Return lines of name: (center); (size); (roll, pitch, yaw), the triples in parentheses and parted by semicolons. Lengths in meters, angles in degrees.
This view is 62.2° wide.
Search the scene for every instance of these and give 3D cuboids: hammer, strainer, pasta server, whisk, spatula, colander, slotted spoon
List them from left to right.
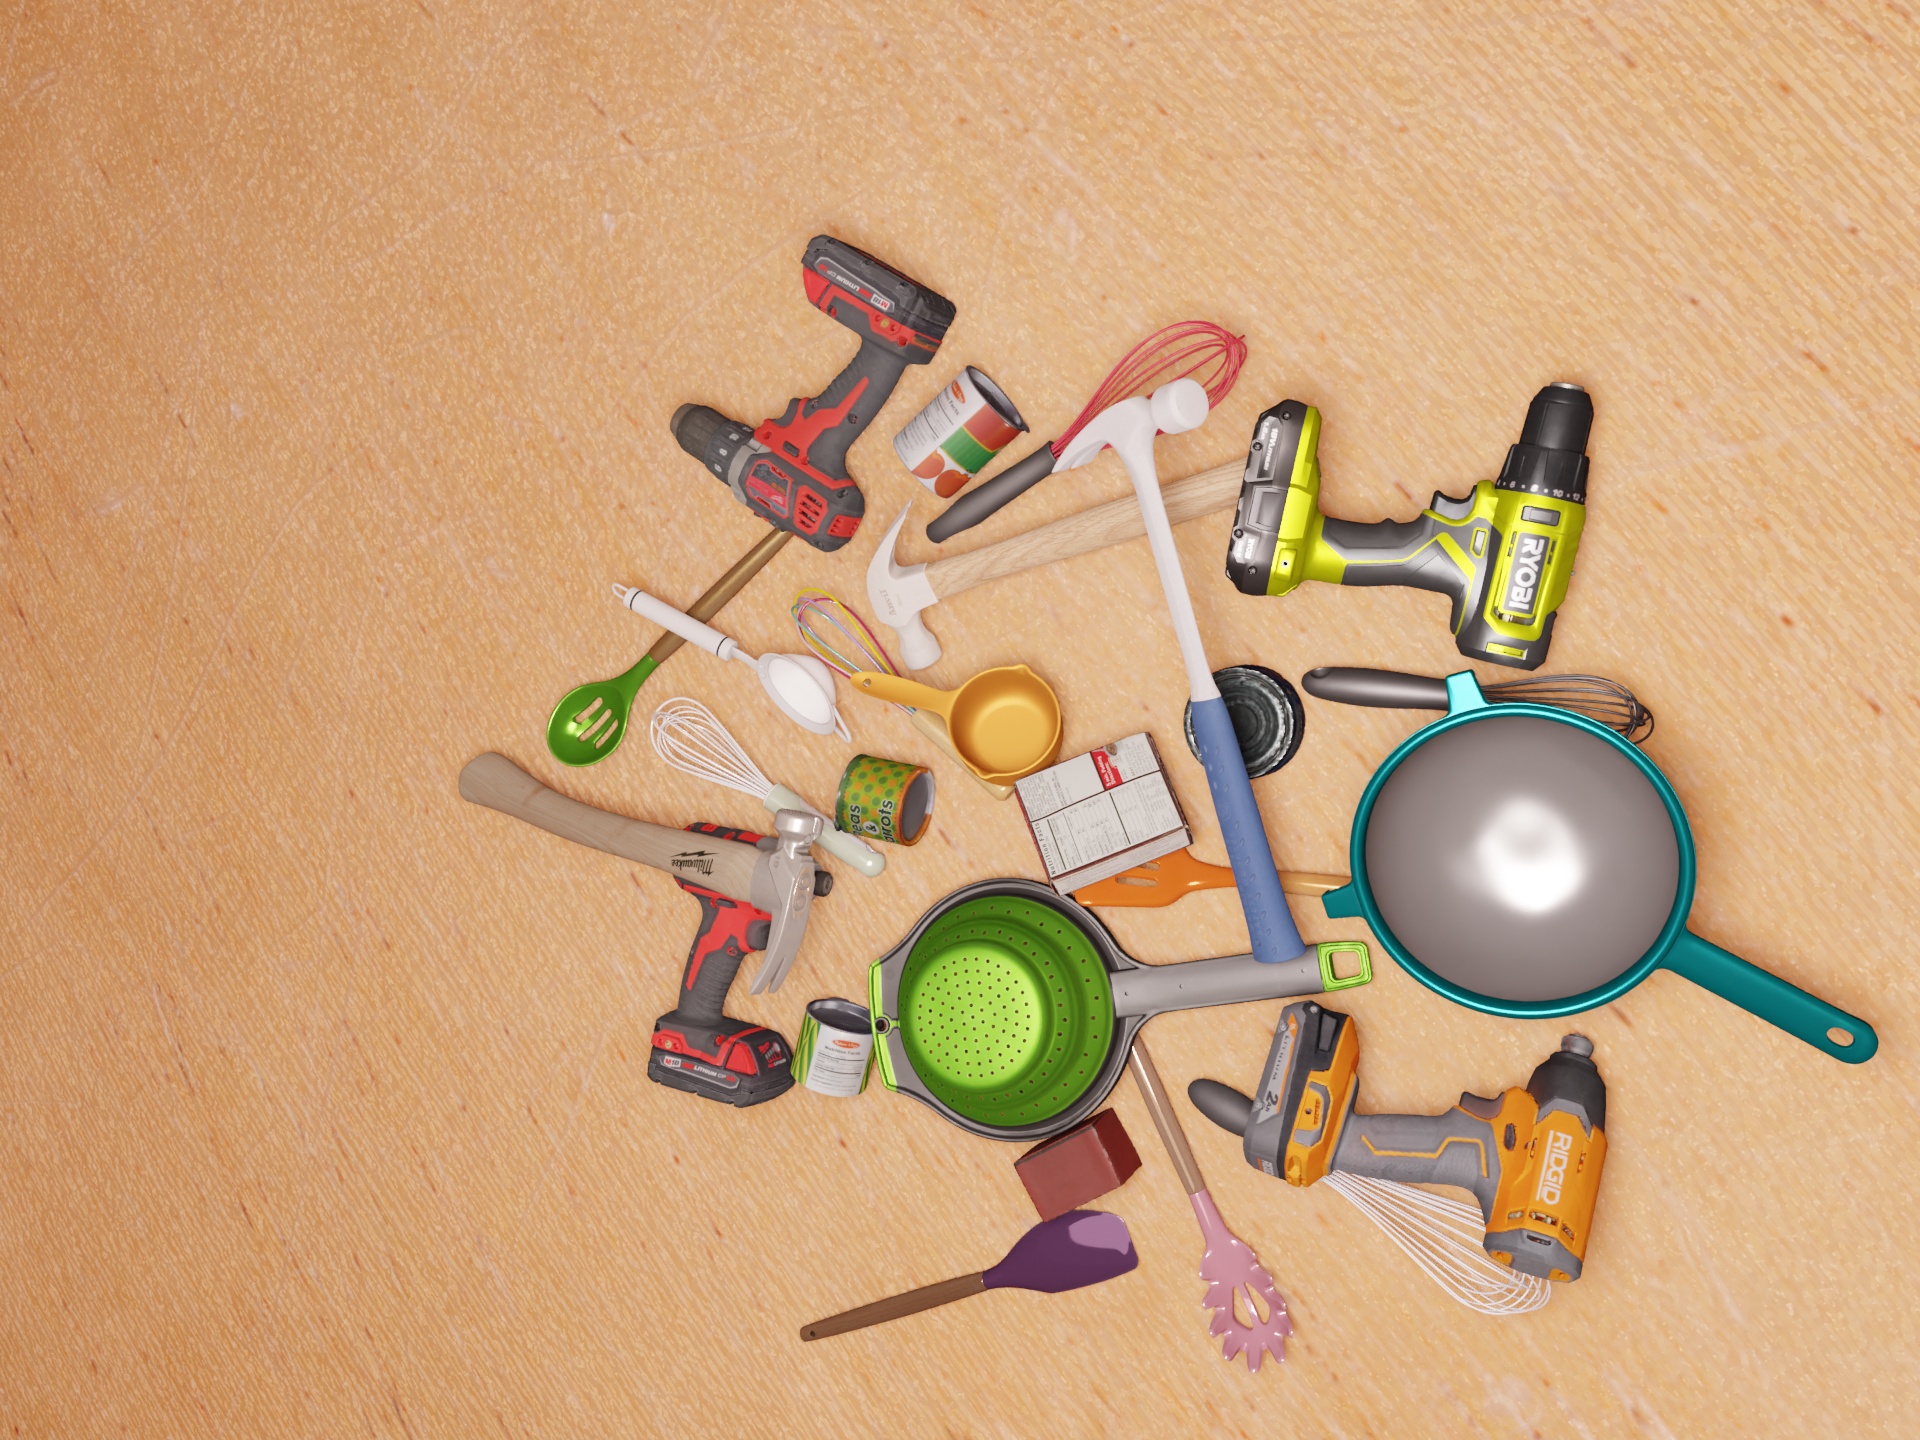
hammer: (-0.289, 0.107, 1.348); (0.411, 0.038, 0.146); (13, 92, 35)
slotted spoon: (-0.247, -0.070, 1.379); (0.313, 0.031, 0.070); (-41, 77, 18)
strainer: (-0.187, -0.058, 1.332); (0.258, 0.050, 0.086); (28, 148, 14)
whisk: (-0.164, 0.058, 1.339); (0.246, 0.057, 0.059); (33, 97, 14)
whisk: (-0.049, -0.023, 1.286); (0.245, 0.051, 0.047); (42, 102, 13)
spatula: (-0.001, 0.462, 1.301); (0.316, 0.018, 0.060); (-25, 82, 22)
hammer: (0.081, -0.141, 1.208); (0.331, 0.031, 0.130); (-17, 118, 18)
whisk: (0.088, -0.213, 1.208); (0.296, 0.073, 0.073); (-30, 81, 27)
colander: (0.101, 0.207, 1.182); (0.397, 0.094, 0.204); (-11, 81, 18)
pasta server: (0.168, 0.333, 1.209); (0.060, 0.040, 0.316); (-25, 81, 11)
hammer: (0.166, -0.026, 1.117); (0.144, 0.035, 0.405); (-8, 100, 57)
spatula: (0.245, 0.117, 1.162); (0.323, 0.041, 0.081); (4, 69, 22)
whisk: (0.288, 0.338, 1.149); (0.285, 0.070, 0.070); (27, 103, 26)
whisk: (0.354, -0.013, 1.106); (0.239, 0.055, 0.055); (8, 96, 28)
strainer: (0.427, 0.114, 1.044); (0.340, 0.095, 0.211); (29, 111, 13)

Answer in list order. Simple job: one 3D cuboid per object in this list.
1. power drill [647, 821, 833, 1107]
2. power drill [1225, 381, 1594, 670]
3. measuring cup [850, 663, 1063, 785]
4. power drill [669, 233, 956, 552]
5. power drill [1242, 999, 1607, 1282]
power drill: (-0.184, 0.203, 1.340); (0.143, 0.078, 0.219); (9, 93, 23)
power drill: (0.309, -0.149, 1.089); (0.228, 0.080, 0.190); (13, 99, 10)
measuring cup: (-0.002, -0.004, 1.244); (0.174, 0.052, 0.095); (16, 76, 17)
power drill: (-0.126, -0.272, 1.288); (0.188, 0.080, 0.226); (35, 107, 19)
power drill: (0.326, 0.270, 1.098); (0.226, 0.084, 0.164); (14, 65, 21)
